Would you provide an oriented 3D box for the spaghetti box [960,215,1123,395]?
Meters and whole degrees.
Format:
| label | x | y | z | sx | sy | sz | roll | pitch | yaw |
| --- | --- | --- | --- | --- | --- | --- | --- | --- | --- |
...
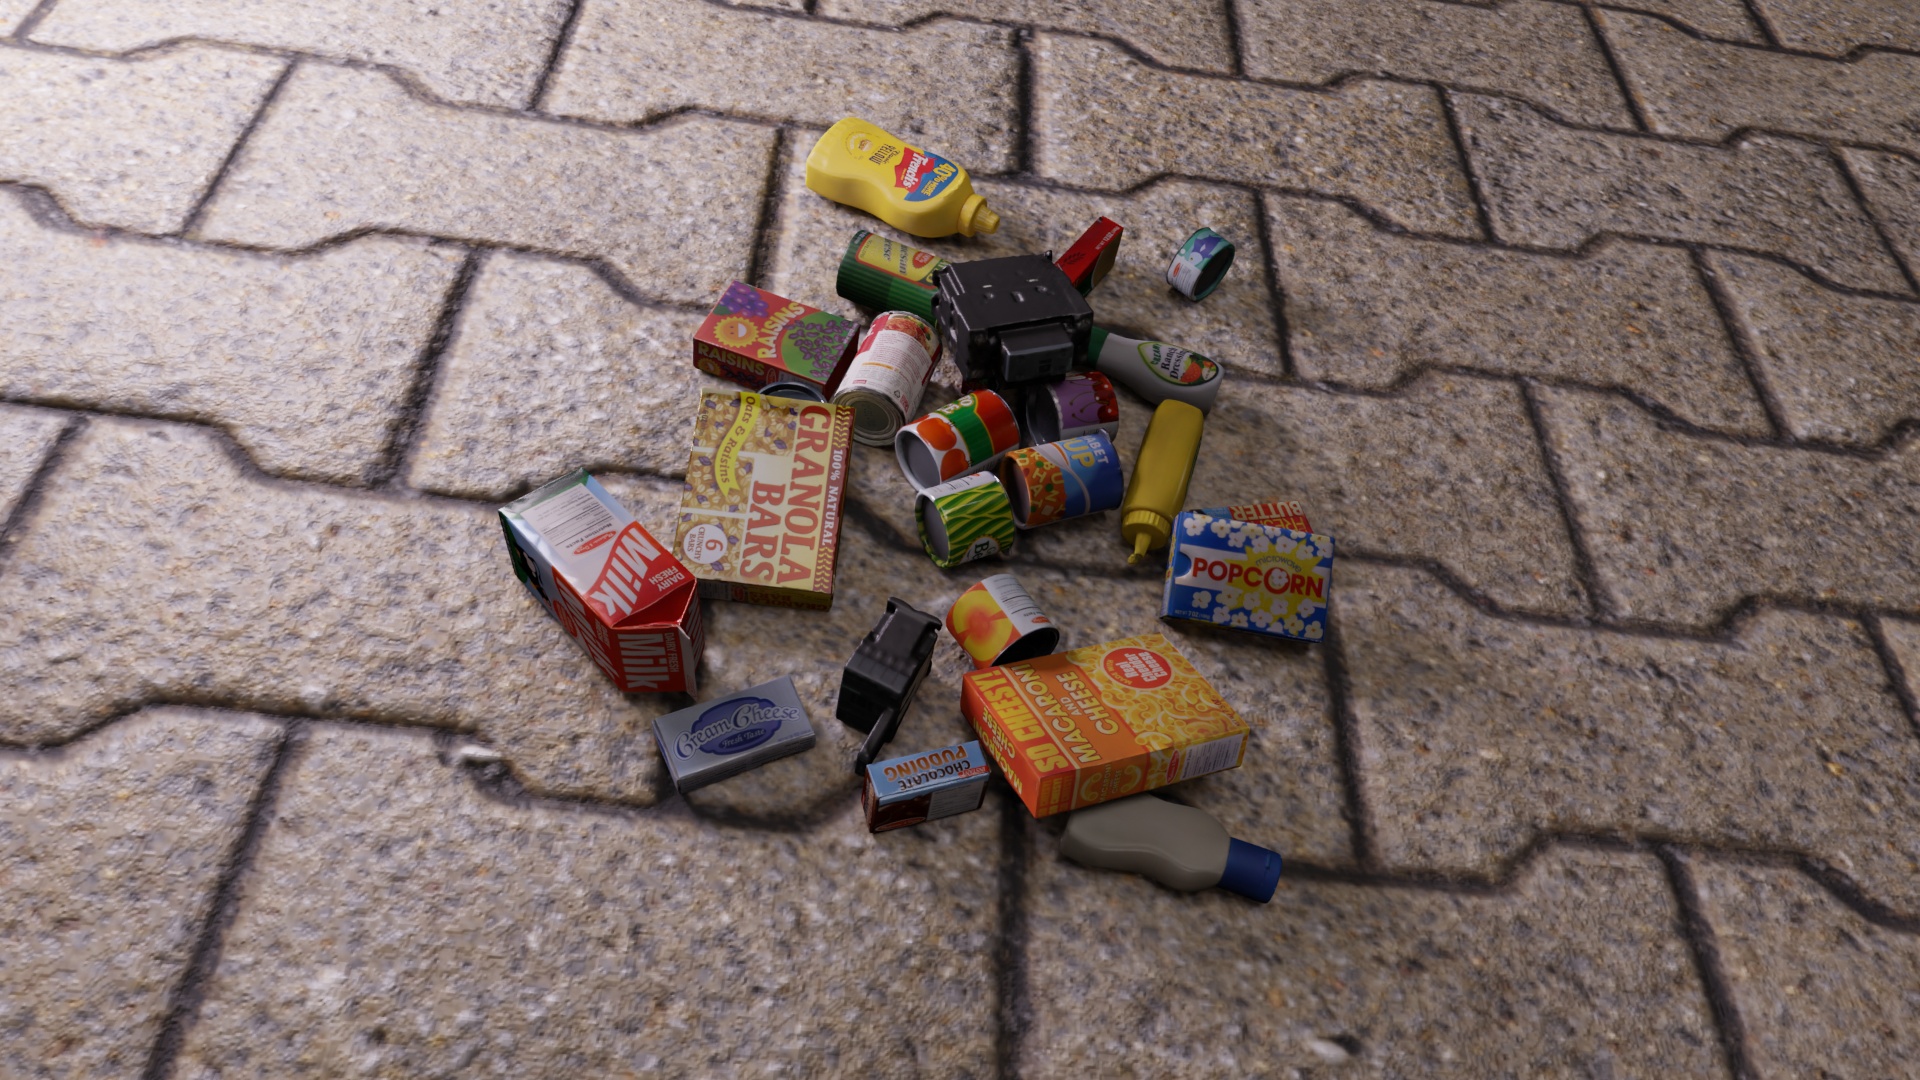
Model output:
| label | x | y | z | sx | sy | sz | roll | pitch | yaw |
| --- | --- | --- | --- | --- | --- | --- | --- | --- | --- |
| spaghetti box | 0.078 | -0.216 | 1.284 | 0.029 | 0.049 | 0.251 | 29 | 53 | 15 |

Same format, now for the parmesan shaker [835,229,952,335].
| label | x | y | z | sx | sy | sz | roll | pitch | yaw |
| --- | --- | --- | --- | --- | --- | --- | --- | --- | --- |
| parmesan shaker | -0.055 | -0.234 | 1.263 | 0.103 | 0.071 | 0.072 | 22 | 51 | 7 |

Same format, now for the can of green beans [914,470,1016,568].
| label | x | y | z | sx | sy | sz | roll | pitch | yaw |
| --- | --- | --- | --- | --- | --- | --- | --- | --- | --- |
| can of green beans | 0.003 | -0.016 | 1.101 | 0.058 | 0.071 | 0.071 | -18 | 57 | -21 |

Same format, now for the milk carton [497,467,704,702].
| label | x | y | z | sx | sy | sz | roll | pitch | yaw |
| --- | --- | --- | --- | --- | --- | --- | --- | --- | --- |
| milk carton | -0.246 | 0.037 | 0.997 | 0.074 | 0.072 | 0.191 | -32 | 55 | -30 |

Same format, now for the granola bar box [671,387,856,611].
| label | x | y | z | sx | sy | sz | roll | pitch | yaw |
| --- | --- | --- | --- | --- | --- | --- | --- | --- | --- |
| granola bar box | -0.152 | -0.034 | 1.081 | 0.124 | 0.039 | 0.166 | 7 | 65 | -5 |

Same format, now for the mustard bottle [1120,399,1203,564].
| label | x | y | z | sx | sy | sz | roll | pitch | yaw |
| --- | --- | --- | --- | --- | --- | --- | --- | --- | --- |
| mustard bottle | 0.164 | -0.042 | 1.155 | 0.049 | 0.065 | 0.161 | 17 | 58 | 6 |

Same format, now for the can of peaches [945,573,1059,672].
| label | x | y | z | sx | sy | sz | roll | pitch | yaw |
| --- | --- | --- | --- | --- | --- | --- | --- | --- | --- |
| can of peaches | 0.029 | 0.069 | 1.040 | 0.071 | 0.070 | 0.058 | -23 | 59 | -25 |

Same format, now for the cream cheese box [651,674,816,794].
| label | x | y | z | sx | sy | sz | roll | pitch | yaw |
| --- | --- | --- | --- | --- | --- | --- | --- | --- | --- |
| cream cheese box | -0.158 | 0.136 | 0.977 | 0.104 | 0.024 | 0.053 | -17 | 55 | -22 |

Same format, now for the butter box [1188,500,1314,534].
| label | x | y | z | sx | sy | sz | roll | pitch | yaw |
| --- | --- | --- | --- | --- | --- | --- | --- | --- | --- |
| butter box | 0.243 | -0.003 | 1.160 | 0.104 | 0.024 | 0.053 | -5 | 52 | -14 |

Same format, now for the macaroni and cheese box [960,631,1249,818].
| label | x | y | z | sx | sy | sz | roll | pitch | yaw |
| --- | --- | --- | --- | --- | --- | --- | --- | --- | --- |
| macaroni and cheese box | 0.100 | 0.128 | 0.988 | 0.167 | 0.040 | 0.124 | -10 | 34 | -23 |

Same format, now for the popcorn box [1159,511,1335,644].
| label | x | y | z | sx | sy | sz | roll | pitch | yaw |
| --- | --- | --- | --- | --- | --- | --- | --- | --- | --- |
| popcorn box | 0.227 | 0.030 | 1.098 | 0.127 | 0.038 | 0.085 | 10 | 82 | -3 |

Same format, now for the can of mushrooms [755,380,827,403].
| label | x | y | z | sx | sy | sz | roll | pitch | yaw |
| --- | --- | --- | --- | --- | --- | --- | --- | --- | --- |
| can of mushrooms | -0.144 | -0.097 | 1.160 | 0.071 | 0.033 | 0.071 | 5 | 51 | -7 |

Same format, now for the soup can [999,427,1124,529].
| label | x | y | z | sx | sy | sz | roll | pitch | yaw |
| --- | --- | --- | --- | --- | --- | --- | --- | --- | --- |
| soup can | 0.082 | -0.051 | 1.140 | 0.084 | 0.071 | 0.071 | -13 | 55 | -19 |

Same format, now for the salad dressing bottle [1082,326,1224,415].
| label | x | y | z | sx | sy | sz | roll | pitch | yaw |
| --- | --- | --- | --- | --- | --- | --- | --- | --- | --- |
| salad dressing bottle | 0.162 | -0.159 | 1.257 | 0.148 | 0.043 | 0.064 | 21 | 50 | 7 |

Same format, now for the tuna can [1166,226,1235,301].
| label | x | y | z | sx | sy | sz | roll | pitch | yaw |
| --- | --- | --- | --- | --- | --- | --- | --- | --- | --- |
| tuna can | 0.234 | -0.268 | 1.342 | 0.033 | 0.070 | 0.071 | 41 | 56 | 20 |

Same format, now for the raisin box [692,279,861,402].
| label | x | y | z | sx | sy | sz | roll | pitch | yaw |
| --- | --- | --- | --- | --- | --- | --- | --- | --- | --- |
| raisin box | -0.160 | -0.170 | 1.213 | 0.123 | 0.039 | 0.086 | 20 | 52 | 5 |

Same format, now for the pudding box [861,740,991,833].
| label | x | y | z | sx | sy | sz | roll | pitch | yaw |
| --- | --- | --- | --- | --- | --- | --- | --- | --- | --- |
| pudding box | -0.024 | 0.170 | 0.958 | 0.084 | 0.049 | 0.030 | -10 | 53 | -18 |

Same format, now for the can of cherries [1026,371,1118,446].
| label | x | y | z | sx | sy | sz | roll | pitch | yaw |
| --- | --- | --- | --- | --- | --- | --- | --- | --- | --- |
| can of cherries | 0.095 | -0.111 | 1.191 | 0.058 | 0.071 | 0.072 | -12 | 55 | -19 |

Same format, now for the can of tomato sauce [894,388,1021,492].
| label | x | y | z | sx | sy | sz | roll | pitch | yaw |
| --- | --- | --- | --- | --- | --- | --- | --- | --- | --- |
| can of tomato sauce | -0.004 | -0.082 | 1.151 | 0.083 | 0.070 | 0.071 | -29 | 62 | -28 |

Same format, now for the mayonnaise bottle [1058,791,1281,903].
| label | x | y | z | sx | sy | sz | roll | pitch | yaw |
| --- | --- | --- | --- | --- | --- | --- | --- | --- | --- |
| mayonnaise bottle | 0.146 | 0.210 | 0.962 | 0.148 | 0.041 | 0.065 | 19 | 46 | 4 |
